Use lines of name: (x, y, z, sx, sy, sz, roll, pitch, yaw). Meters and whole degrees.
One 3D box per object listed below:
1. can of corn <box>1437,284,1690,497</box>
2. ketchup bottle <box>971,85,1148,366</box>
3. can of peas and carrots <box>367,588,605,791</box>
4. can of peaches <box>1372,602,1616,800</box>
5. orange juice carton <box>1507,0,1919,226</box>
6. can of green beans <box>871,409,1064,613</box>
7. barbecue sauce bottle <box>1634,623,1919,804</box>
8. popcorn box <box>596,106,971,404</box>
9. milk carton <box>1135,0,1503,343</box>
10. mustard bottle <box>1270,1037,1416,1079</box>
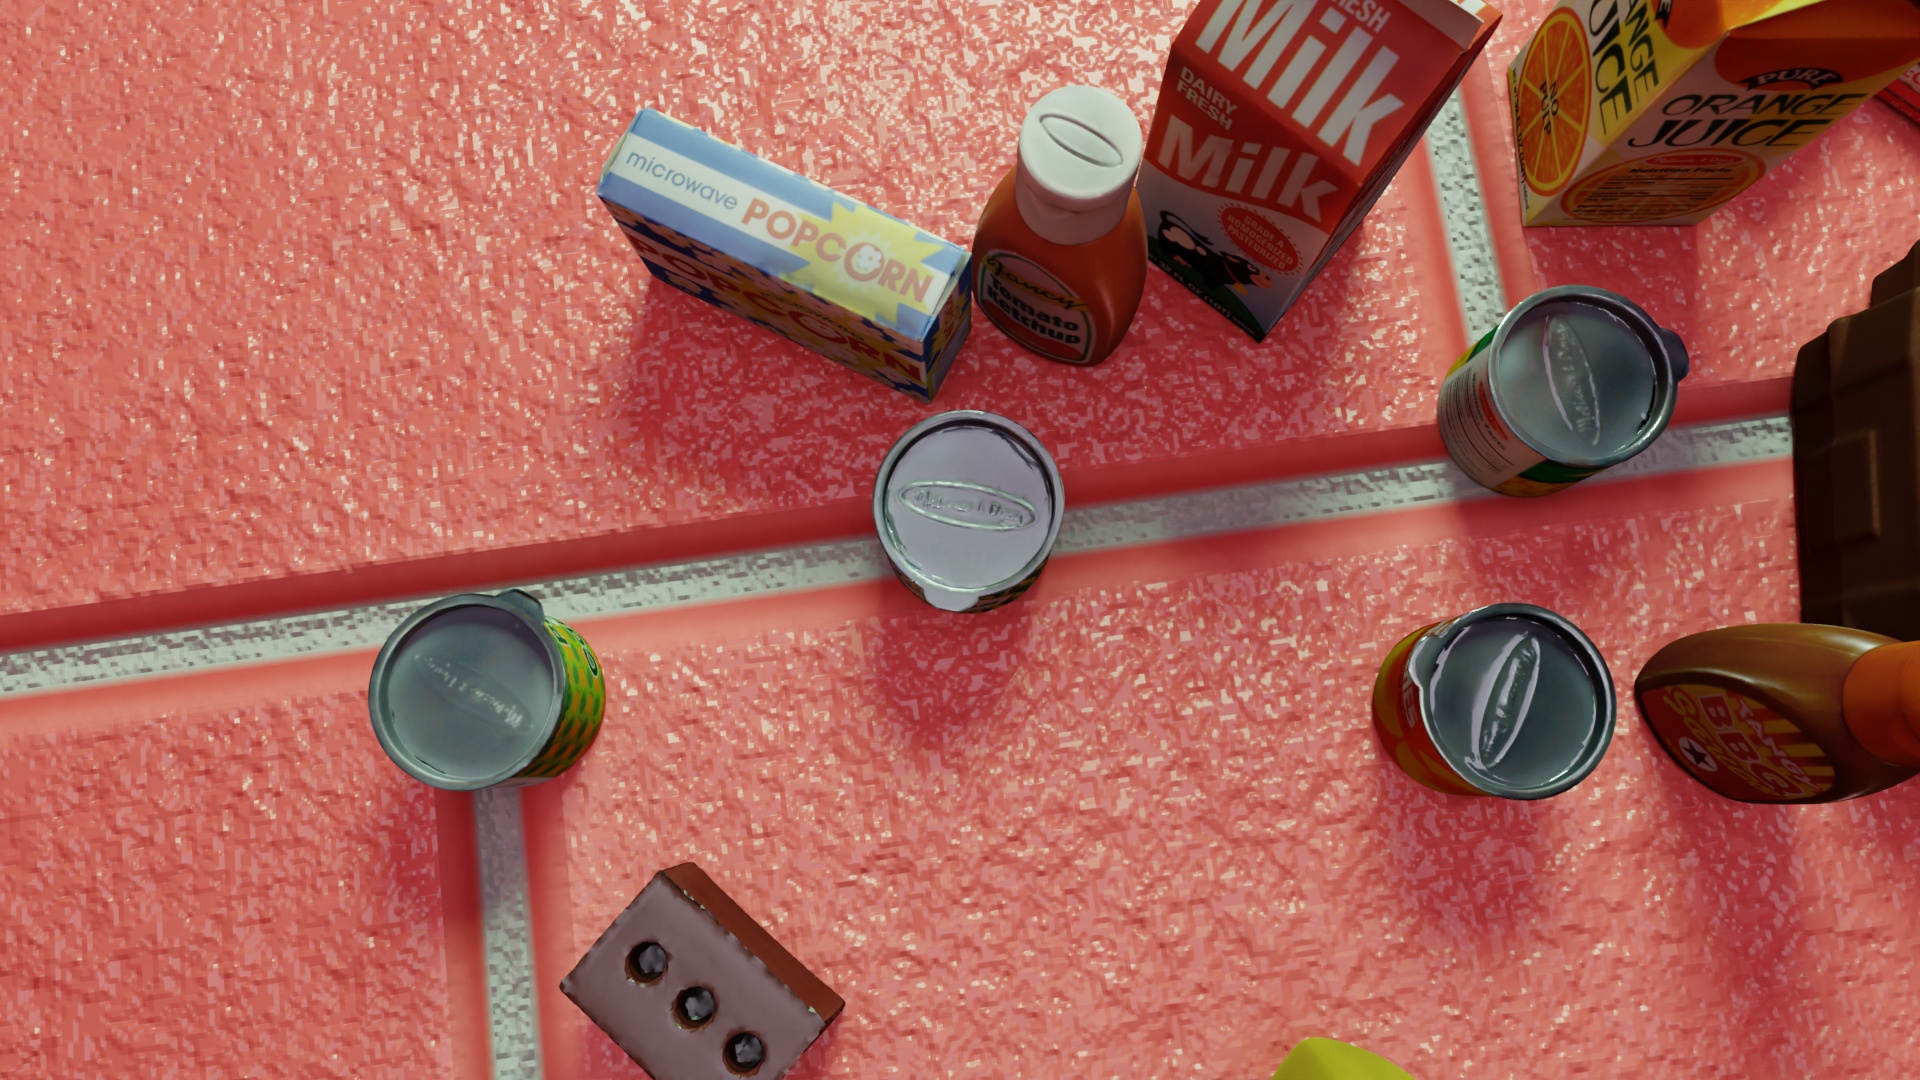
can of corn: (0.219, -0.053, 0.511, 0.071, 0.058, 0.071, 0, 80, 0)
ketchup bottle: (0.036, -0.105, 0.475, 0.065, 0.148, 0.043, 30, 82, 5)
can of peas and carrots: (-0.164, 0.053, 0.493, 0.071, 0.058, 0.071, 0, 80, 0)
can of peaches: (0.184, 0.057, 0.492, 0.071, 0.058, 0.071, 0, 80, 0)
orange juice carton: (0.257, -0.174, 0.465, 0.073, 0.192, 0.072, -1, 81, 0)
can of green beans: (0.003, -0.008, 0.504, 0.071, 0.057, 0.071, 0, 80, 0)
barbecue sauce bottle: (0.278, 0.055, 0.446, 0.044, 0.148, 0.065, -38, 82, -6)
popcorn box: (-0.060, -0.101, 0.507, 0.127, 0.085, 0.038, 25, 82, 4)
milk carton: (0.112, -0.141, 0.460, 0.072, 0.190, 0.073, 39, 83, 6)
mustard bottle: (0.126, 0.194, 0.416, 0.049, 0.160, 0.065, 23, 81, 4)
